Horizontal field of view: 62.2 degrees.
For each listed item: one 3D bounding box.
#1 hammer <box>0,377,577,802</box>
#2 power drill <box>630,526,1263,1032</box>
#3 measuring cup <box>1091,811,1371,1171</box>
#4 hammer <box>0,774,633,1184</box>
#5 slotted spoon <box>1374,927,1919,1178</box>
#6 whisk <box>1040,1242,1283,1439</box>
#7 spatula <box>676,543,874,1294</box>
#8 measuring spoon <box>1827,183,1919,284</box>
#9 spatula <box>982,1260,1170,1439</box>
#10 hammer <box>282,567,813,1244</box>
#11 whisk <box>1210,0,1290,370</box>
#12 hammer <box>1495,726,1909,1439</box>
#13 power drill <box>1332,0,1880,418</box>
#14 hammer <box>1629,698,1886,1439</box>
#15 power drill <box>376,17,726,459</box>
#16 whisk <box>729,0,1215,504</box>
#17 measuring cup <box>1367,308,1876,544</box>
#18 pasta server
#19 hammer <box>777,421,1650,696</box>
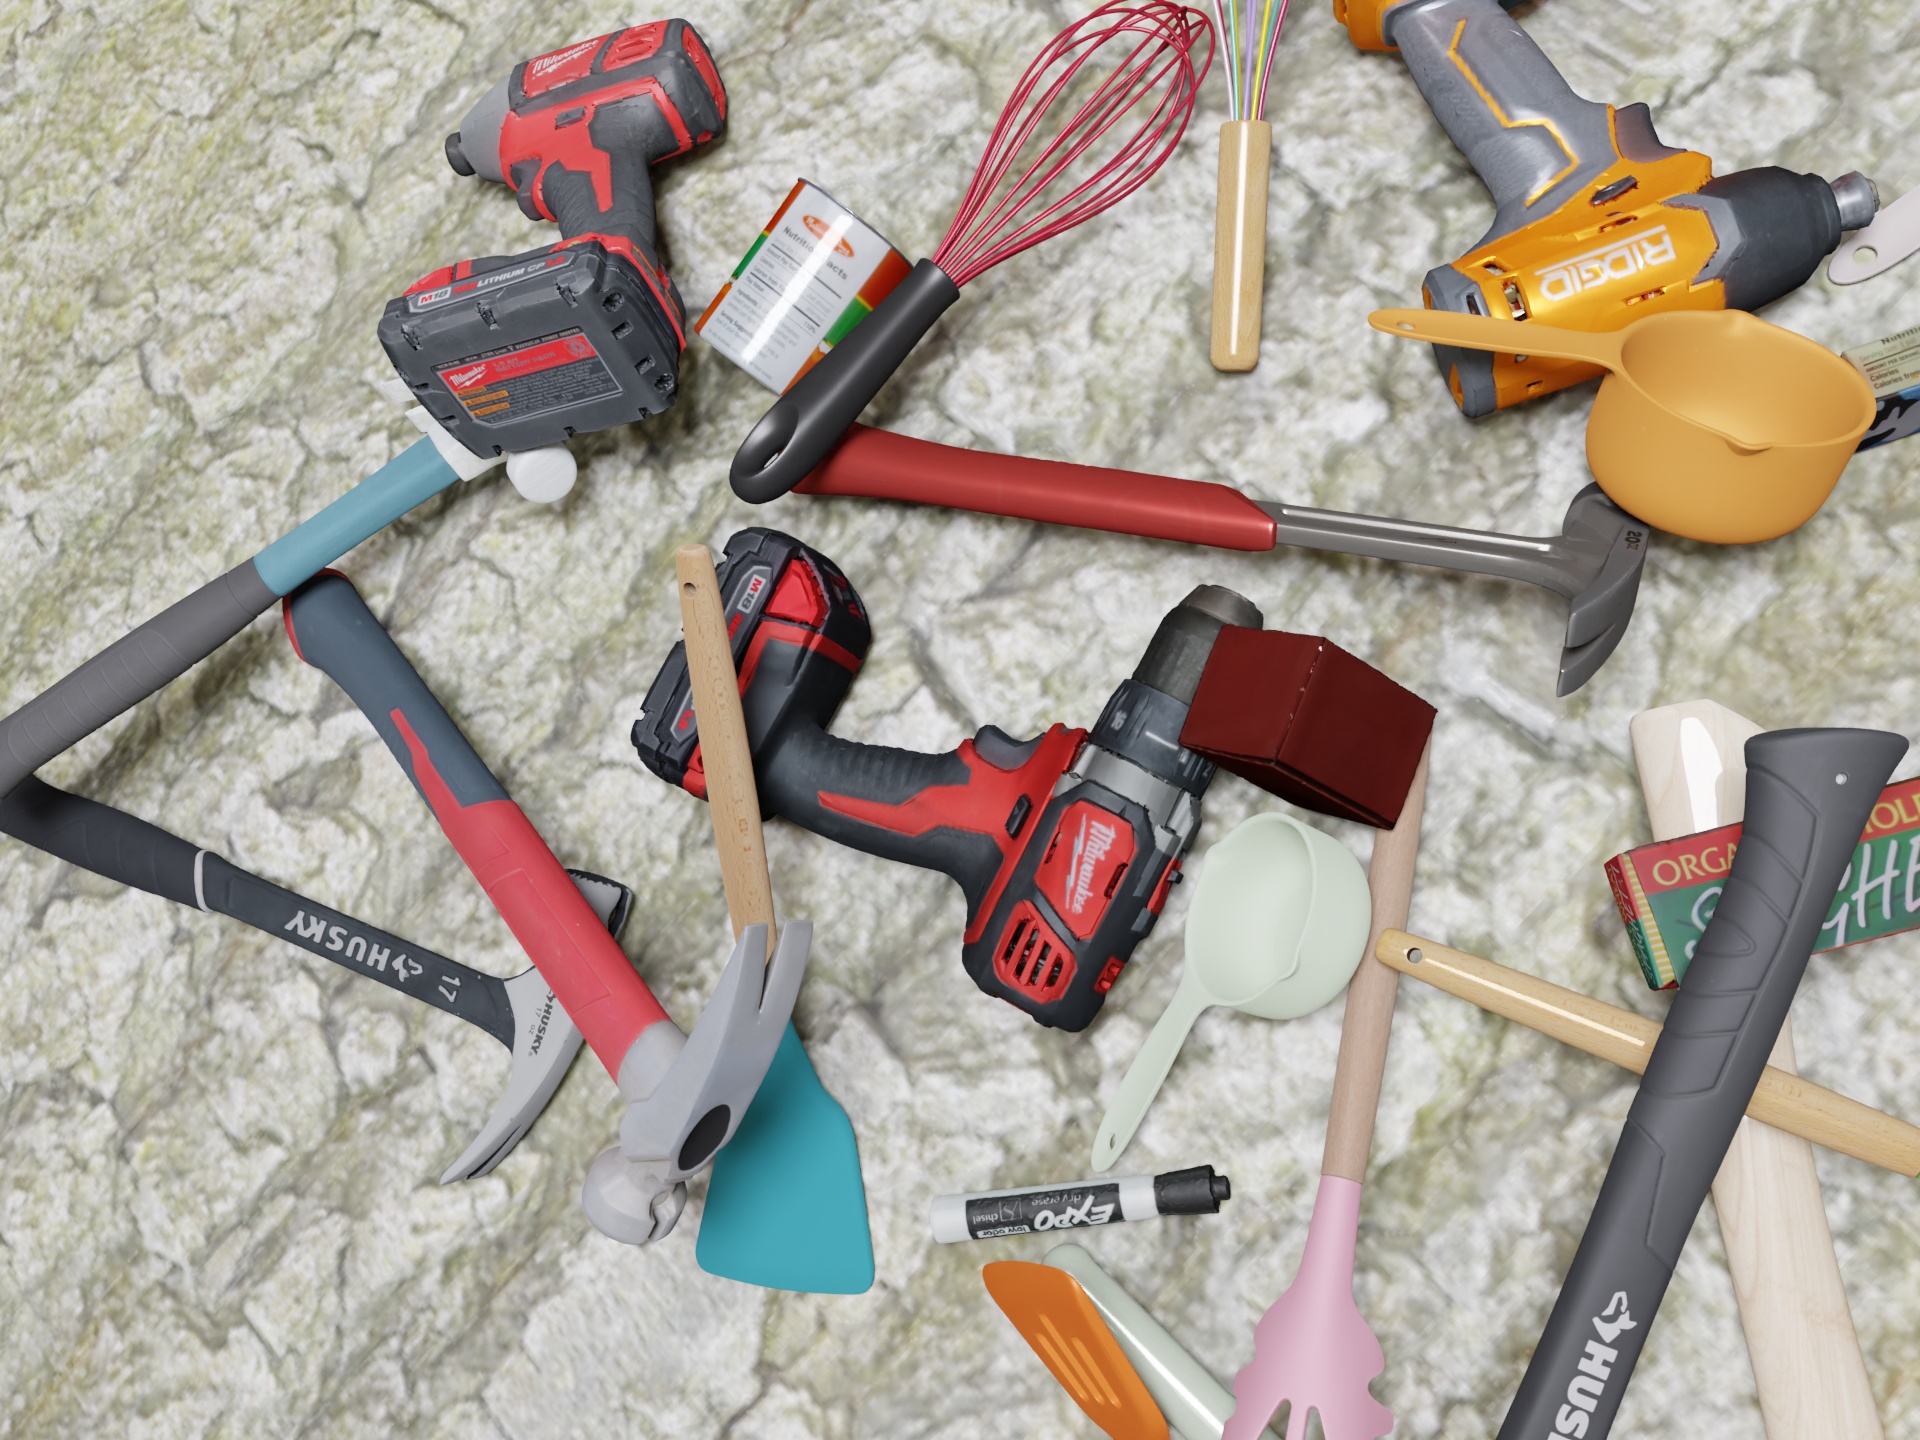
[{"bbox_3d":[-0.339,-0.060,0.753,0.331,0.033,0.128,-36,48,-4],"label":"hammer"},{"bbox_3d":[-0.001,-0.002,0.661,0.227,0.080,0.188,27,89,18],"label":"power drill"},{"bbox_3d":[0.103,0.114,0.621,0.167,0.038,0.083,-63,24,18],"label":"measuring cup"},{"bbox_3d":[-0.353,0.090,0.777,0.409,0.036,0.149,17,86,21],"label":"hammer"},{"bbox_3d":[0.291,0.131,0.527,0.314,0.031,0.070,20,84,22],"label":"slotted spoon"},{"bbox_3d":[0.122,0.284,0.583,0.059,0.057,0.246,-37,63,-29],"label":"whisk"},{"bbox_3d":[-0.085,0.086,0.634,0.082,0.044,0.317,1,113,19],"label":"spatula"},{"bbox_3d":[0.390,-0.207,0.609,0.124,0.018,0.034,-36,71,15],"label":"measuring spoon"},{"bbox_3d":[0.075,0.356,0.579,0.041,0.081,0.323,-8,77,-26],"label":"spatula"},{"bbox_3d":[-0.199,0.030,0.678,0.387,0.038,0.143,43,115,35],"label":"hammer"},{"bbox_3d":[0.120,-0.271,0.666,0.047,0.051,0.245,8,101,39],"label":"whisk"},{"bbox_3d":[0.225,0.156,0.507,0.146,0.035,0.335,23,90,2],"label":"hammer"},{"bbox_3d":[0.245,-0.249,0.629,0.164,0.084,0.226,-17,79,13],"label":"power drill"},{"bbox_3d":[0.277,0.197,0.552,0.146,0.038,0.411,-10,76,17],"label":"hammer"},{"bbox_3d":[-0.188,-0.232,0.738,0.143,0.078,0.220,-11,53,15],"label":"power drill"},{"bbox_3d":[0.004,-0.204,0.684,0.073,0.073,0.296,40,85,20],"label":"whisk"},{"bbox_3d":[0.231,-0.112,0.579,0.173,0.052,0.095,13,45,12],"label":"measuring cup"},{"bbox_3d":[0.146,0.144,0.588,0.060,0.040,0.316,6,69,23],"label":"pasta server"},{"bbox_3d":[0.079,-0.082,0.634,0.359,0.149,0.036,12,119,25],"label":"hammer"}]
